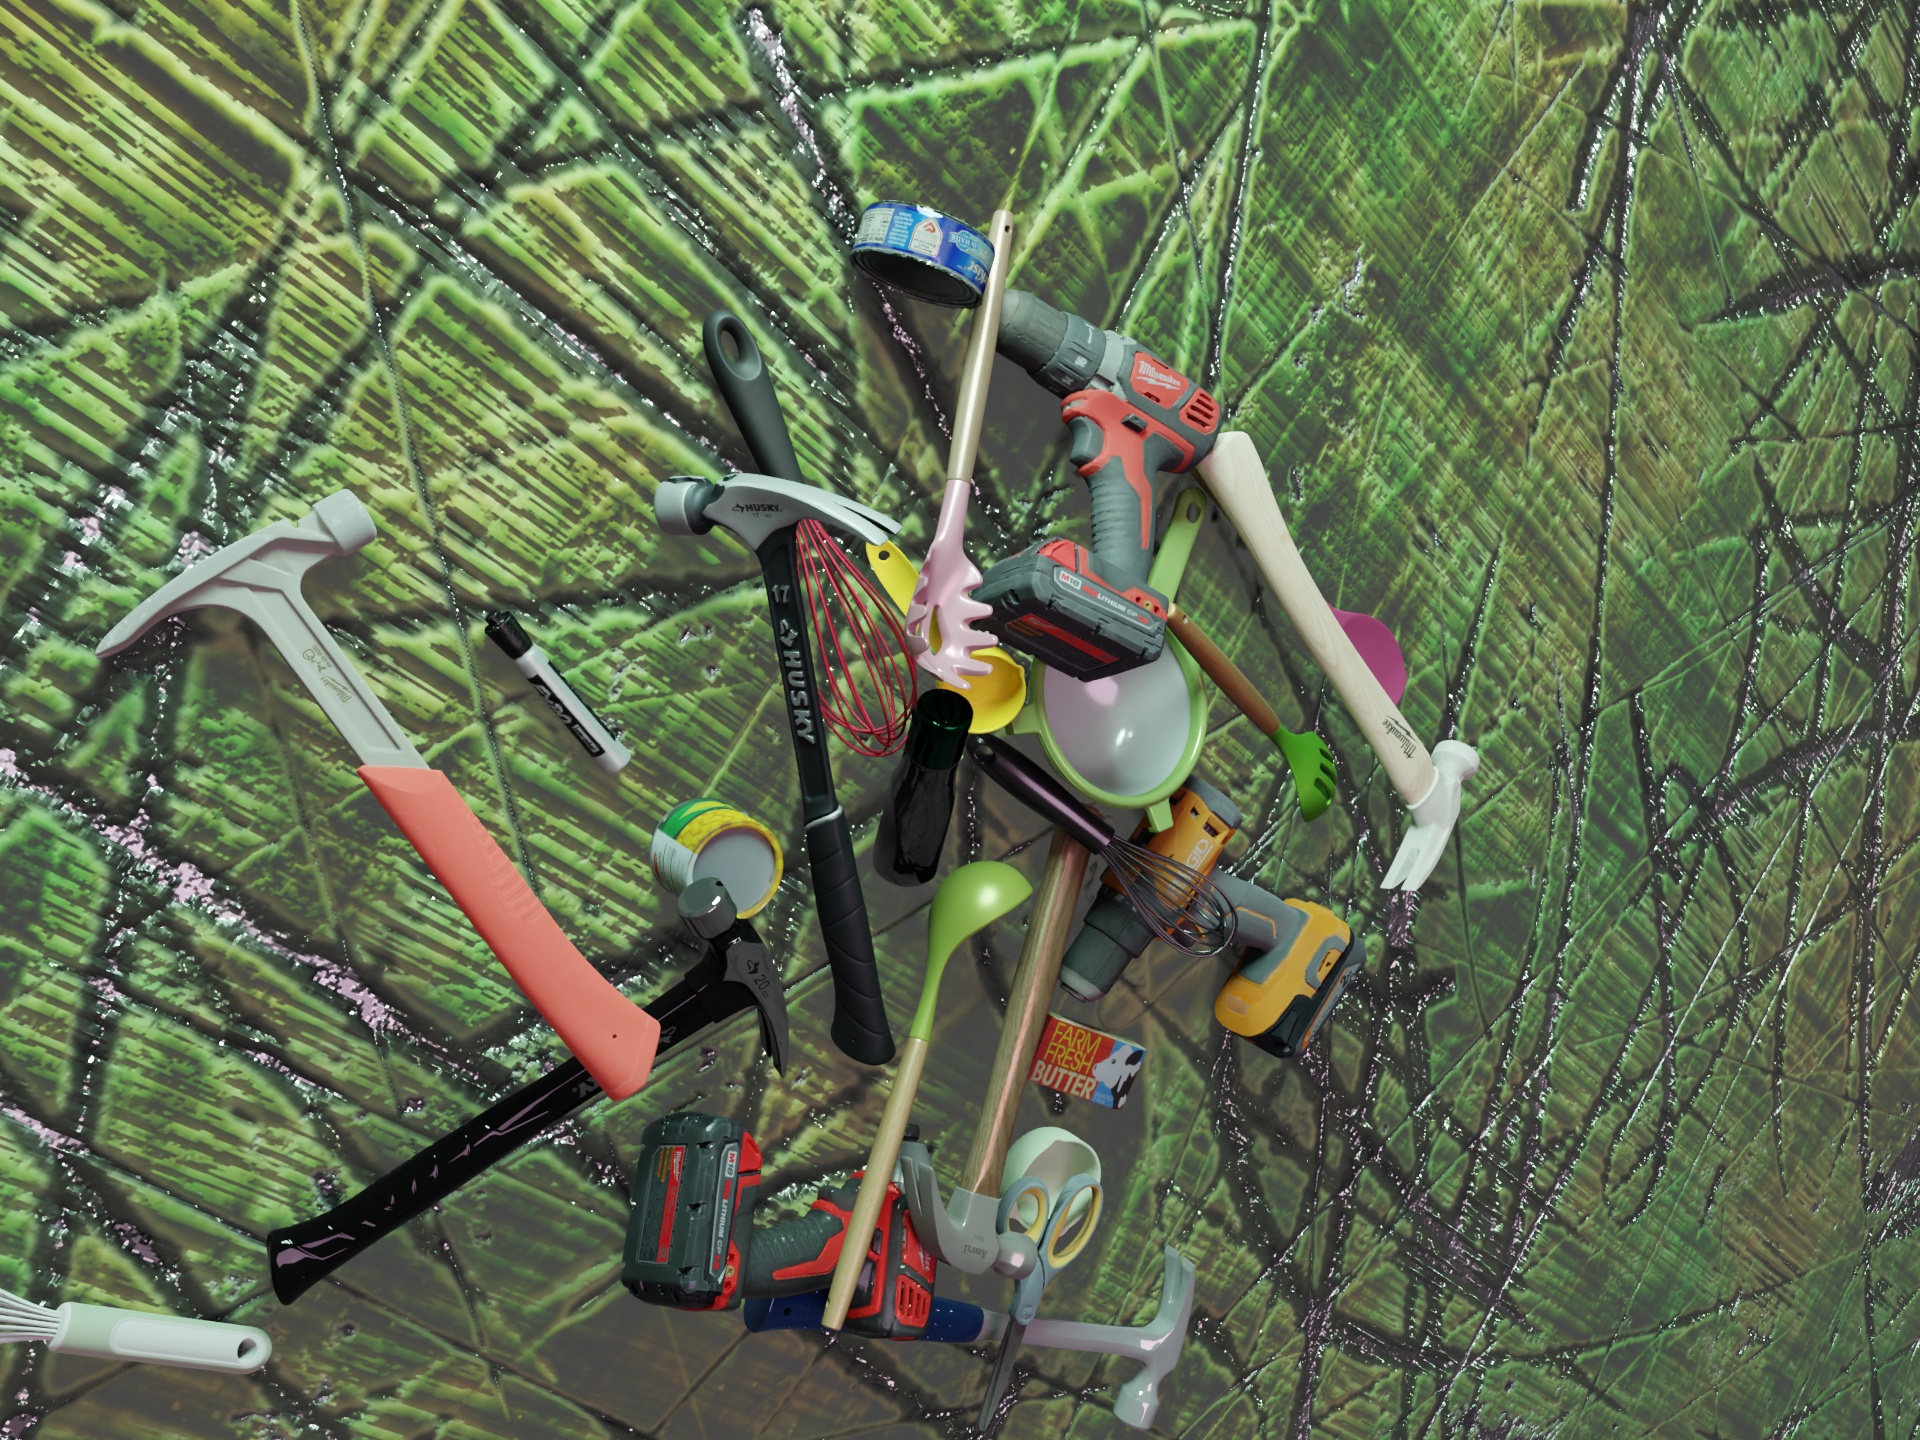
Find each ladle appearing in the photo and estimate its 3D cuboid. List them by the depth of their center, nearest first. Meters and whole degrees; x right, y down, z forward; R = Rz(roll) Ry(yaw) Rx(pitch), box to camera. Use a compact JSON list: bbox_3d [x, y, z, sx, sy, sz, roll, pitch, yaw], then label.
[{"bbox_3d":[-0.024,0.241,1.050,0.062,0.078,0.320,24,70,-16],"label":"ladle"}]

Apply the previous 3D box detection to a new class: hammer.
[{"bbox_3d":[-0.287,0.062,0.852,0.149,0.037,0.359,-38,102,-22],"label":"hammer"},{"bbox_3d":[-0.252,0.234,0.937,0.335,0.035,0.146,-33,128,-12],"label":"hammer"},{"bbox_3d":[-0.084,0.044,0.995,0.036,0.149,0.408,-47,135,-53],"label":"hammer"},{"bbox_3d":[0.041,0.215,1.111,0.130,0.031,0.331,29,71,-41],"label":"hammer"},{"bbox_3d":[0.021,0.447,1.191,0.405,0.035,0.144,21,89,-34],"label":"hammer"},{"bbox_3d":[0.280,-0.047,1.210,0.410,0.038,0.146,51,57,-29],"label":"hammer"}]

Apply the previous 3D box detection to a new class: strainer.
[{"bbox_3d":[0.114,-0.055,1.131,0.151,0.069,0.256,34,64,-24],"label":"strainer"}]

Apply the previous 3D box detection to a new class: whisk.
[{"bbox_3d":[-0.481,0.317,0.835,0.246,0.059,0.058,28,58,-38],"label":"whisk"},{"bbox_3d":[-0.094,-0.110,0.982,0.073,0.073,0.295,-29,109,-24],"label":"whisk"},{"bbox_3d":[0.098,0.086,1.113,0.239,0.055,0.055,39,78,-7],"label":"whisk"}]

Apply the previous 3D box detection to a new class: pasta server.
[{"bbox_3d":[0.008,-0.172,0.976,0.060,0.040,0.316,20,73,-40],"label":"pasta server"}]

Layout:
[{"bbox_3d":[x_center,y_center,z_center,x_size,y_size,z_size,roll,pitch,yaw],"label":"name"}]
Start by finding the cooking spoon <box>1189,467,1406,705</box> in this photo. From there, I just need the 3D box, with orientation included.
[{"bbox_3d":[0.262,-0.106,1.232,0.318,0.017,0.069,42,73,-33],"label":"cooking spoon"}]

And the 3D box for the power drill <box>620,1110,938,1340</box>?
[{"bbox_3d":[-0.103,0.325,1.046,0.219,0.078,0.143,23,64,-37],"label":"power drill"}]

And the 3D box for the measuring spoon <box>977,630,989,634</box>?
[{"bbox_3d":[-0.002,-0.003,1.085,0.034,0.018,0.124,21,88,-34],"label":"measuring spoon"}]

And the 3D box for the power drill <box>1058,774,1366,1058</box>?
[{"bbox_3d":[0.188,0.173,1.213,0.226,0.084,0.185,41,80,-28],"label":"power drill"}]

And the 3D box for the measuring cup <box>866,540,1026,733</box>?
[{"bbox_3d":[-0.014,-0.058,1.002,0.062,0.029,0.156,-33,116,6],"label":"measuring cup"}]

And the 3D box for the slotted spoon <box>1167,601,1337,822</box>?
[{"bbox_3d":[0.218,-0.005,1.168,0.313,0.031,0.070,40,56,-47],"label":"slotted spoon"}]

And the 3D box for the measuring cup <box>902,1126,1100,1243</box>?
[{"bbox_3d":[0.024,0.351,1.173,0.167,0.038,0.083,-12,108,-26],"label":"measuring cup"}]

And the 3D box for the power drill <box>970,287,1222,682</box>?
[{"bbox_3d":[0.073,-0.159,1.038,0.187,0.080,0.227,26,67,-26],"label":"power drill"}]
